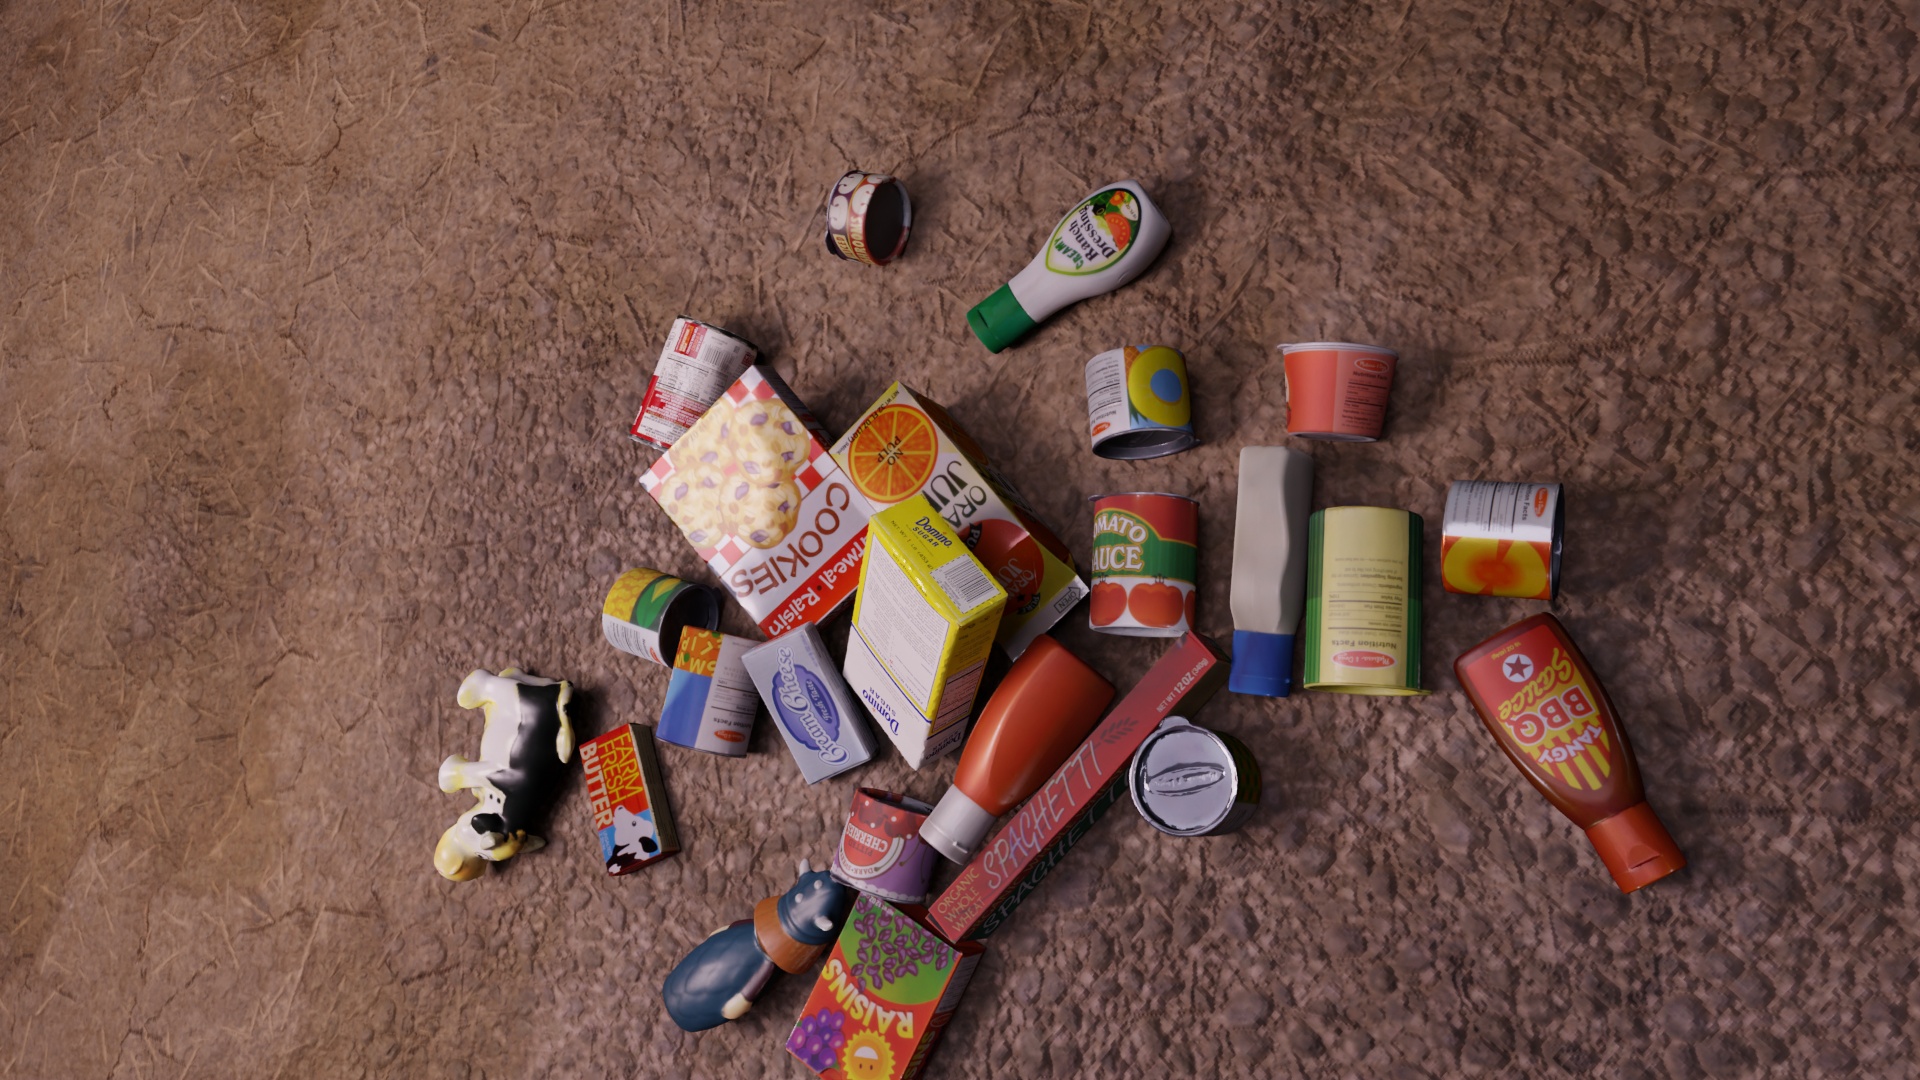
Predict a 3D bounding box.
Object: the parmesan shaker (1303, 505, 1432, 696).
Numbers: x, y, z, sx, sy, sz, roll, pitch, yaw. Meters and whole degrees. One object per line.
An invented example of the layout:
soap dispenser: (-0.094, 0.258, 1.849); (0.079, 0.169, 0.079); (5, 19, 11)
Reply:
parmesan shaker: (0.238, 0.036, 0.808); (0.071, 0.071, 0.103); (-1, 79, 27)

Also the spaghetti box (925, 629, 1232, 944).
spaghetti box: (0.075, 0.158, 0.872); (0.249, 0.050, 0.029); (-49, 63, 10)

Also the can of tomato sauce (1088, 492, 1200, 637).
can of tomato sauce: (0.114, 0.016, 0.871); (0.071, 0.071, 0.083); (-1, 80, 26)

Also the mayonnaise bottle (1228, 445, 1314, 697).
mayonnaise bottle: (0.186, 0.019, 0.840); (0.041, 0.065, 0.148); (3, 85, 30)

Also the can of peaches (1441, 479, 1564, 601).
can of peaches: (0.306, 0.001, 0.782); (0.058, 0.071, 0.071); (4, 81, 27)

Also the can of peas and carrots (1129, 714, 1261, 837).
can of peas and carrots: (0.142, 0.143, 0.837); (0.071, 0.058, 0.071); (-6, 76, 25)

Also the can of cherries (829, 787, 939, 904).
can of cherries: (-0.047, 0.199, 0.912); (0.071, 0.071, 0.058); (16, 87, 28)

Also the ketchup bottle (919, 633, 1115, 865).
ketchup bottle: (0.032, 0.134, 0.877); (0.149, 0.064, 0.043); (-53, 25, -4)

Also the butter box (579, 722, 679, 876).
butter box: (-0.249, 0.193, 1.040); (0.053, 0.024, 0.104); (-26, 69, 19)

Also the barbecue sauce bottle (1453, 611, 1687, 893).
barbecue sauce bottle: (0.334, 0.116, 0.755); (0.064, 0.043, 0.149); (-33, 67, 16)

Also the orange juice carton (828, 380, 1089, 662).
orange juice carton: (0.003, -0.012, 0.930); (0.071, 0.073, 0.193); (-45, 64, 12)

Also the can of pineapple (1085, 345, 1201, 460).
can of pineapple: (0.117, -0.088, 0.895); (0.071, 0.071, 0.058); (-10, 75, 25)

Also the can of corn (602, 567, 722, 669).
can of corn: (-0.221, 0.056, 1.034); (0.058, 0.071, 0.071); (15, 86, 29)

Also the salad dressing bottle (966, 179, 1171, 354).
salad dressing bottle: (0.072, -0.184, 0.948); (0.147, 0.044, 0.064); (-36, 67, 16)

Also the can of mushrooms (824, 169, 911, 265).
can of mushrooms: (-0.067, -0.234, 1.015); (0.033, 0.071, 0.071); (15, 87, 27)

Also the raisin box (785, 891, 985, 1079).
raisin box: (-0.050, 0.301, 0.910); (0.086, 0.040, 0.123); (27, 93, 28)

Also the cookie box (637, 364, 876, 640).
cookie box: (-0.130, -0.022, 0.989); (0.122, 0.040, 0.167); (-42, 84, 14)

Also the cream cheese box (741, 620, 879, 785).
cream cheese box: (-0.103, 0.113, 0.962); (0.053, 0.024, 0.103); (-26, 94, 19)

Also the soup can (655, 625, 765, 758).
soup can: (-0.179, 0.108, 1.000); (0.071, 0.071, 0.084); (10, 83, 28)

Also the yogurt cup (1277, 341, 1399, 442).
yogurt cup: (0.228, -0.089, 0.841); (0.072, 0.072, 0.054); (5, 90, 27)
